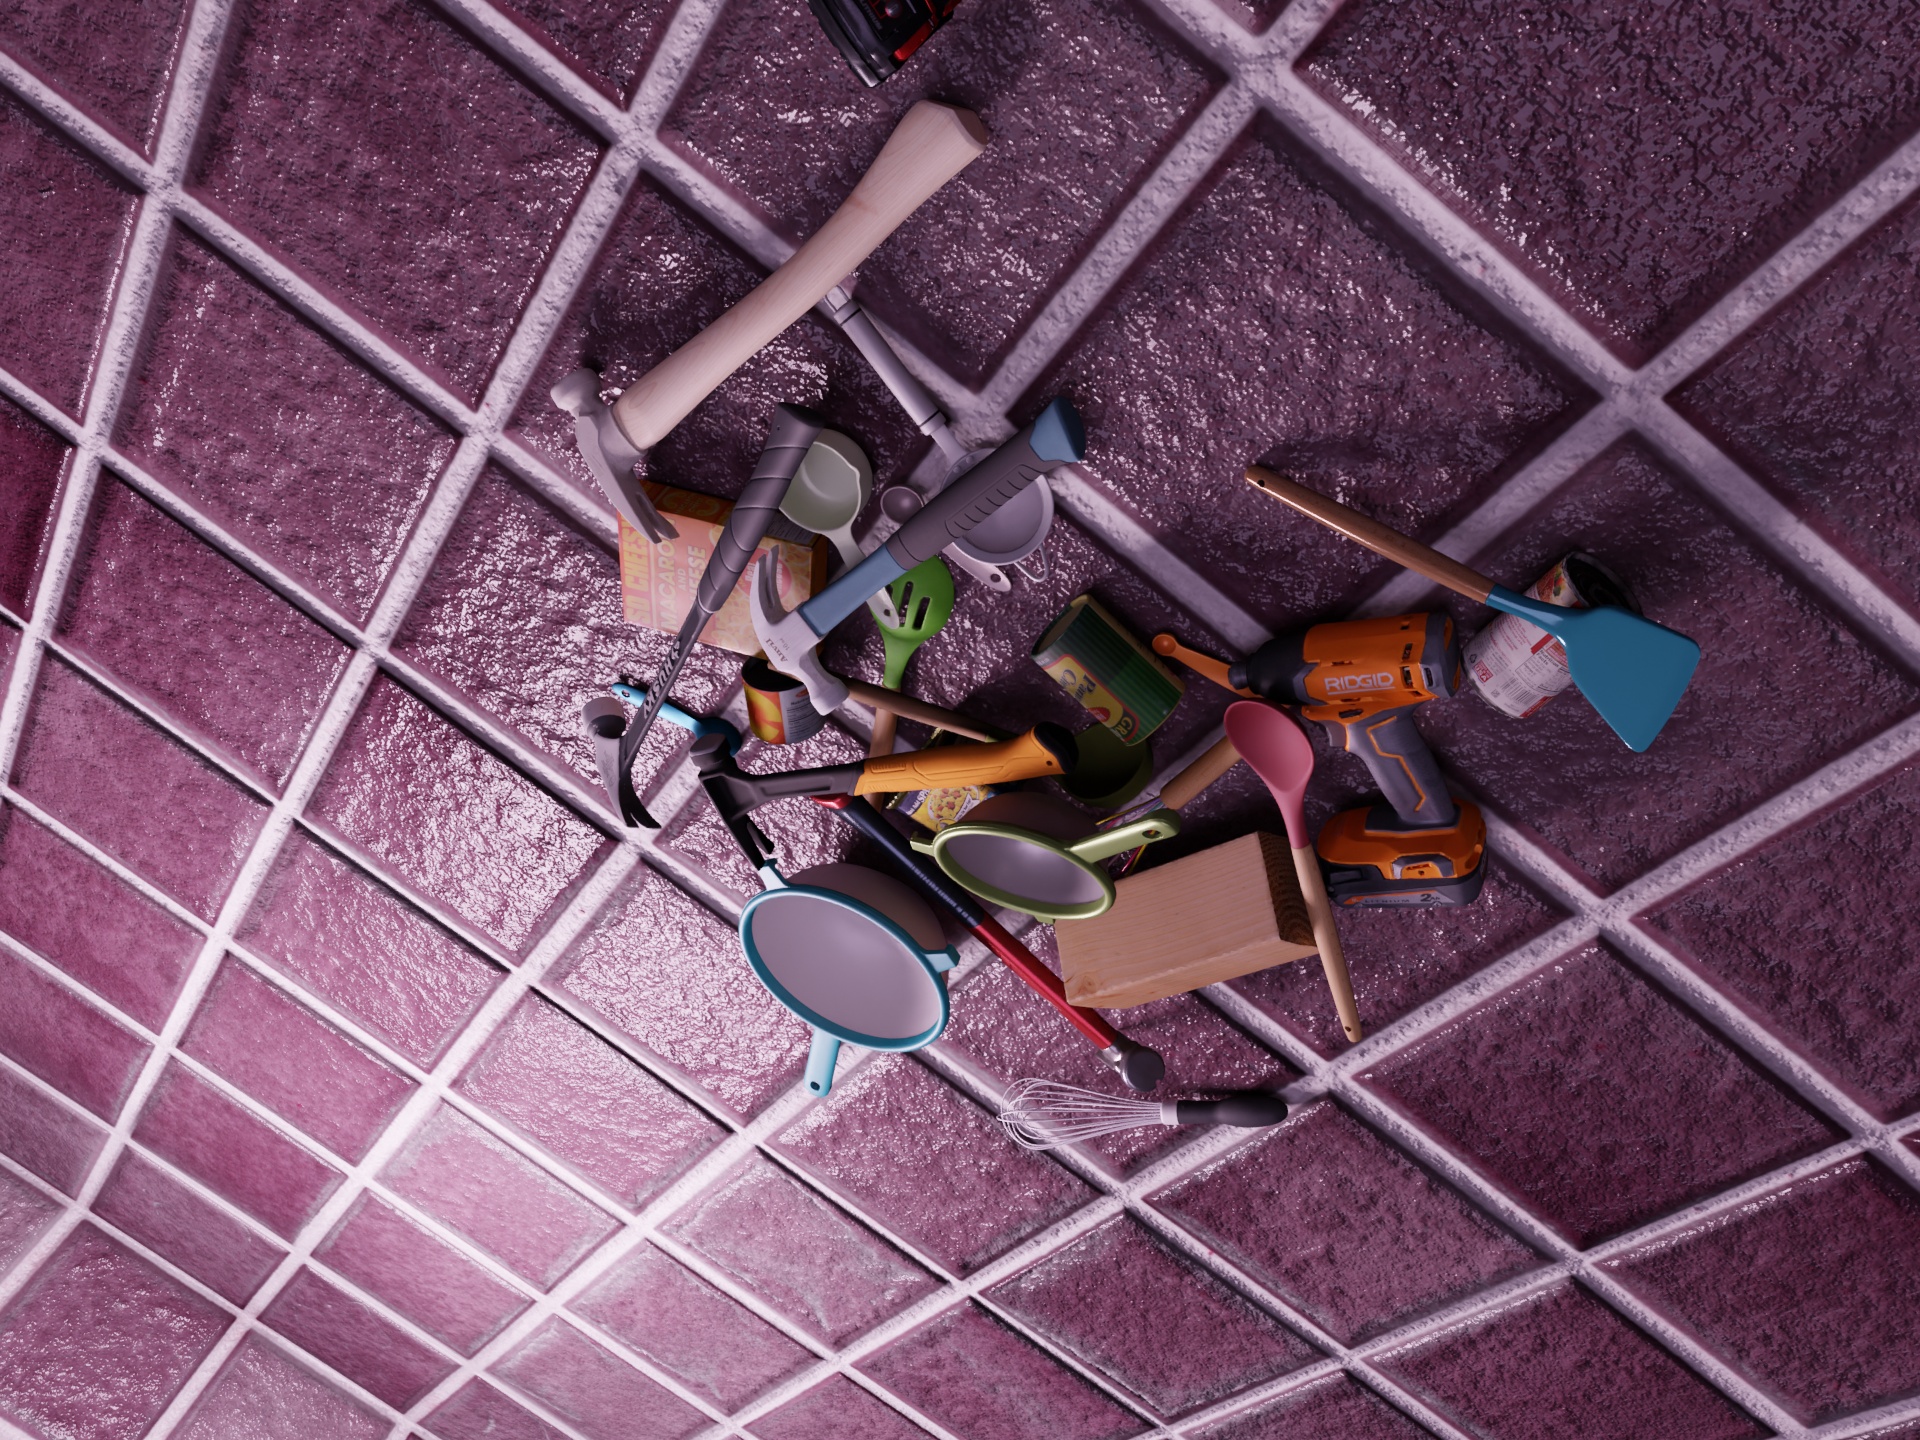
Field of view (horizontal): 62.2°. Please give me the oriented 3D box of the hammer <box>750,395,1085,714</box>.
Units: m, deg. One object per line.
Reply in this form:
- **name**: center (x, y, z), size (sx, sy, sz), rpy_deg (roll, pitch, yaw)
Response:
- **hammer**: center (-0.034, -0.127, 1.160), size (0.331, 0.033, 0.128), rpy_deg (-33, 101, 35)

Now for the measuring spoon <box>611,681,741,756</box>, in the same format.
- **measuring spoon**: center (-0.258, 0.001, 1.422), size (0.128, 0.021, 0.042), rpy_deg (26, 131, 1)

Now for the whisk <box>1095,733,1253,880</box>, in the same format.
- **whisk**: center (0.159, 0.073, 1.268), size (0.051, 0.047, 0.245), rpy_deg (-4, 153, -32)

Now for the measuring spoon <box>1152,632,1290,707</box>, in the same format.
- **measuring spoon**: center (0.200, -0.039, 1.212), size (0.117, 0.011, 0.021), rpy_deg (26, 132, -2)

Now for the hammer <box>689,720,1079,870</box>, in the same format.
- **hammer**: center (-0.058, 0.050, 1.277), size (0.337, 0.034, 0.127), rpy_deg (-8, 121, 29)

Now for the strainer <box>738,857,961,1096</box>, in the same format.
- **strainer**: center (-0.101, 0.241, 1.503), size (0.211, 0.095, 0.340), rpy_deg (25, 139, 9)

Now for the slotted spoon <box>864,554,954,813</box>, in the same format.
- **slotted spoon**: center (-0.058, -0.011, 1.328), size (0.070, 0.031, 0.313), rpy_deg (17, 132, 6)

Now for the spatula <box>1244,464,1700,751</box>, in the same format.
- **spatula**: center (0.320, -0.093, 1.038), size (0.318, 0.044, 0.082), rpy_deg (31, 128, 22)

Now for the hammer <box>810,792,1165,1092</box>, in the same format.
- **hammer**: center (0.019, 0.181, 1.403), size (0.386, 0.038, 0.143), rpy_deg (43, 173, -6)

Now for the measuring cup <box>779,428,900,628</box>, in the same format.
- **measuring cup**: center (-0.083, -0.147, 1.220), size (0.083, 0.038, 0.167), rpy_deg (-14, 117, 31)

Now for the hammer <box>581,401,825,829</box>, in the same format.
- **hammer**: center (-0.201, -0.081, 1.233), size (0.036, 0.149, 0.408), rpy_deg (5, 135, -35)

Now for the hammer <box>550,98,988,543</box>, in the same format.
- **hammer**: center (-0.132, -0.281, 1.122), size (0.410, 0.038, 0.146), rpy_deg (-31, 90, 35)

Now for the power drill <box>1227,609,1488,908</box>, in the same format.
- **power drill**: center (0.297, 0.029, 1.178), size (0.164, 0.084, 0.226), rpy_deg (-5, 120, 28)

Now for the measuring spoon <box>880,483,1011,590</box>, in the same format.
- **measuring spoon**: center (-0.008, -0.141, 1.218), size (0.124, 0.018, 0.034), rpy_deg (37, 129, -17)

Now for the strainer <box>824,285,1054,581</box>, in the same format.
- **strainer**: center (-0.014, -0.210, 1.147), size (0.087, 0.050, 0.258), rpy_deg (-34, 102, 21)

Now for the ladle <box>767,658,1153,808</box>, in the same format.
- **ladle**: center (-0.002, -0.004, 1.267), size (0.320, 0.078, 0.062), rpy_deg (18, 151, 4)

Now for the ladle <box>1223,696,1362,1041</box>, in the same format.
- **ladle**: center (0.261, 0.114, 1.188), size (0.069, 0.031, 0.315), rpy_deg (5, 124, 45)

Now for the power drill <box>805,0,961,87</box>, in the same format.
- **power drill**: center (0.020, -0.450, 0.879), size (0.219, 0.143, 0.078), rpy_deg (-20, 119, 36)

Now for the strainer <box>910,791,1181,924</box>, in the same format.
- **strainer**: center (0.087, 0.083, 1.226), size (0.151, 0.069, 0.256), rpy_deg (32, 149, -22)

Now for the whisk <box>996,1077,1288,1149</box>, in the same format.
- **whisk**: center (0.169, 0.374, 1.514), size (0.284, 0.070, 0.070), rpy_deg (-6, 123, 21)
